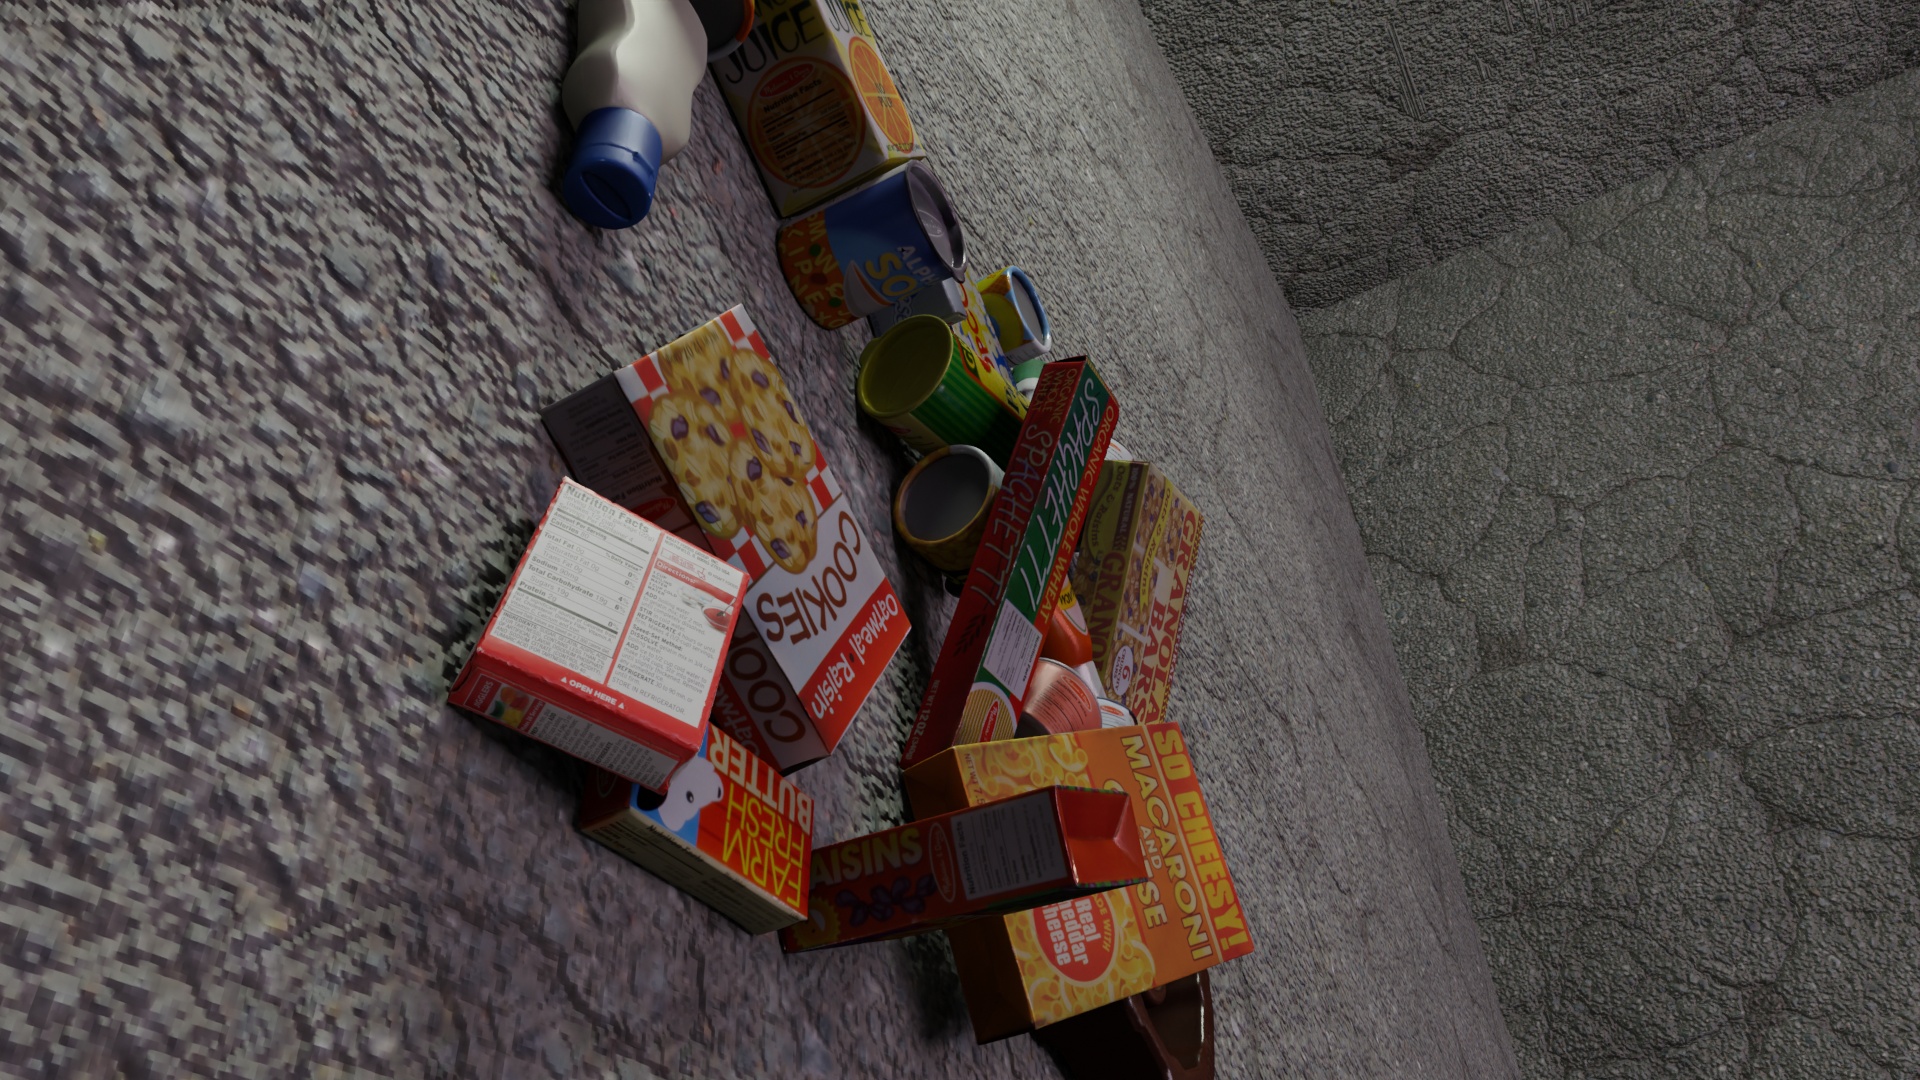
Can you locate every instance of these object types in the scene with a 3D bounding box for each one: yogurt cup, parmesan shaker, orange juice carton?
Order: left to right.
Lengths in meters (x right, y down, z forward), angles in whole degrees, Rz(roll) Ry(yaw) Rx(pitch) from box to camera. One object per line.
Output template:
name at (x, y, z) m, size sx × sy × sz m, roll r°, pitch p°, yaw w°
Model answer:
orange juice carton at (-0.098, -0.285, 0.771) m, size 0.192 × 0.073 × 0.072 m, roll 65°, pitch 21°, yaw -8°
parmesan shaker at (-0.004, -0.076, 0.802) m, size 0.103 × 0.071 × 0.071 m, roll 36°, pitch 38°, yaw -45°
yogurt cup at (0.037, 0.104, 0.748) m, size 0.072 × 0.072 × 0.054 m, roll 66°, pitch 29°, yaw -8°

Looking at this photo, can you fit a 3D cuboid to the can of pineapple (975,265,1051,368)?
can of pineapple at (0.023, -0.152, 0.965) m, size 0.070 × 0.058 × 0.071 m, roll 51°, pitch 27°, yaw -39°

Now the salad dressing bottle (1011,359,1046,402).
salad dressing bottle at (0.051, -0.084, 0.978) m, size 0.148 × 0.044 × 0.064 m, roll -84°, pitch -174°, yaw -62°

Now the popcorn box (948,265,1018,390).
popcorn box at (-0.010, -0.137, 0.896) m, size 0.126 × 0.038 × 0.085 m, roll 68°, pitch 22°, yaw -2°

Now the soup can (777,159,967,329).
soup can at (-0.047, -0.158, 0.761) m, size 0.071 × 0.083 × 0.072 m, roll 51°, pitch 27°, yaw -39°

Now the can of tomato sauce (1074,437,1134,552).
can of tomato sauce at (0.090, -0.034, 1.010) m, size 0.071 × 0.071 × 0.083 m, roll 64°, pitch 22°, yaw -12°

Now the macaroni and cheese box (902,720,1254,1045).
macaroni and cheese box at (0.059, 0.154, 0.658) m, size 0.167 × 0.040 × 0.124 m, roll 2°, pitch 64°, yaw -46°

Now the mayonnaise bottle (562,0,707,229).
mayonnaise bottle at (-0.147, -0.198, 0.615) m, size 0.064 × 0.041 × 0.149 m, roll 47°, pitch 31°, yaw -42°

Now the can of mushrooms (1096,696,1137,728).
can of mushrooms at (0.072, 0.124, 0.812) m, size 0.071 × 0.071 × 0.034 m, roll 50°, pitch 27°, yaw -40°

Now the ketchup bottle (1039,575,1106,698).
ketchup bottle at (0.051, 0.046, 0.855) m, size 0.065 × 0.043 × 0.149 m, roll 1°, pitch 67°, yaw -66°

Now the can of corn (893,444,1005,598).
can of corn at (0.003, -0.010, 0.772) m, size 0.058 × 0.071 × 0.071 m, roll 44°, pitch 32°, yaw -48°

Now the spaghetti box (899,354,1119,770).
spaghetti box at (0.031, 0.016, 0.726) m, size 0.050 × 0.028 × 0.251 m, roll 48°, pitch 53°, yaw -45°

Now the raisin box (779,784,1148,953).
raisin box at (0.000, 0.129, 0.546) m, size 0.086 × 0.123 × 0.040 m, roll 23°, pitch 51°, yaw -62°

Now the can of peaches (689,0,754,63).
can of peaches at (-0.135, -0.280, 0.684) m, size 0.071 × 0.071 × 0.058 m, roll 45°, pitch 32°, yaw -48°

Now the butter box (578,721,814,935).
butter box at (-0.090, 0.096, 0.493) m, size 0.103 × 0.024 × 0.053 m, roll 48°, pitch 30°, yaw -43°

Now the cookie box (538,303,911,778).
cookie box at (-0.088, -0.003, 0.573) m, size 0.167 × 0.040 × 0.123 m, roll 63°, pitch 21°, yaw -13°

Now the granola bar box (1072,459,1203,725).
granola bar box at (0.115, 0.042, 0.940) m, size 0.124 × 0.039 × 0.166 m, roll 34°, pitch 66°, yaw -58°

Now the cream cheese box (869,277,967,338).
cream cheese box at (-0.039, -0.172, 0.838) m, size 0.104 × 0.053 × 0.024 m, roll 70°, pitch 18°, yaw 4°
